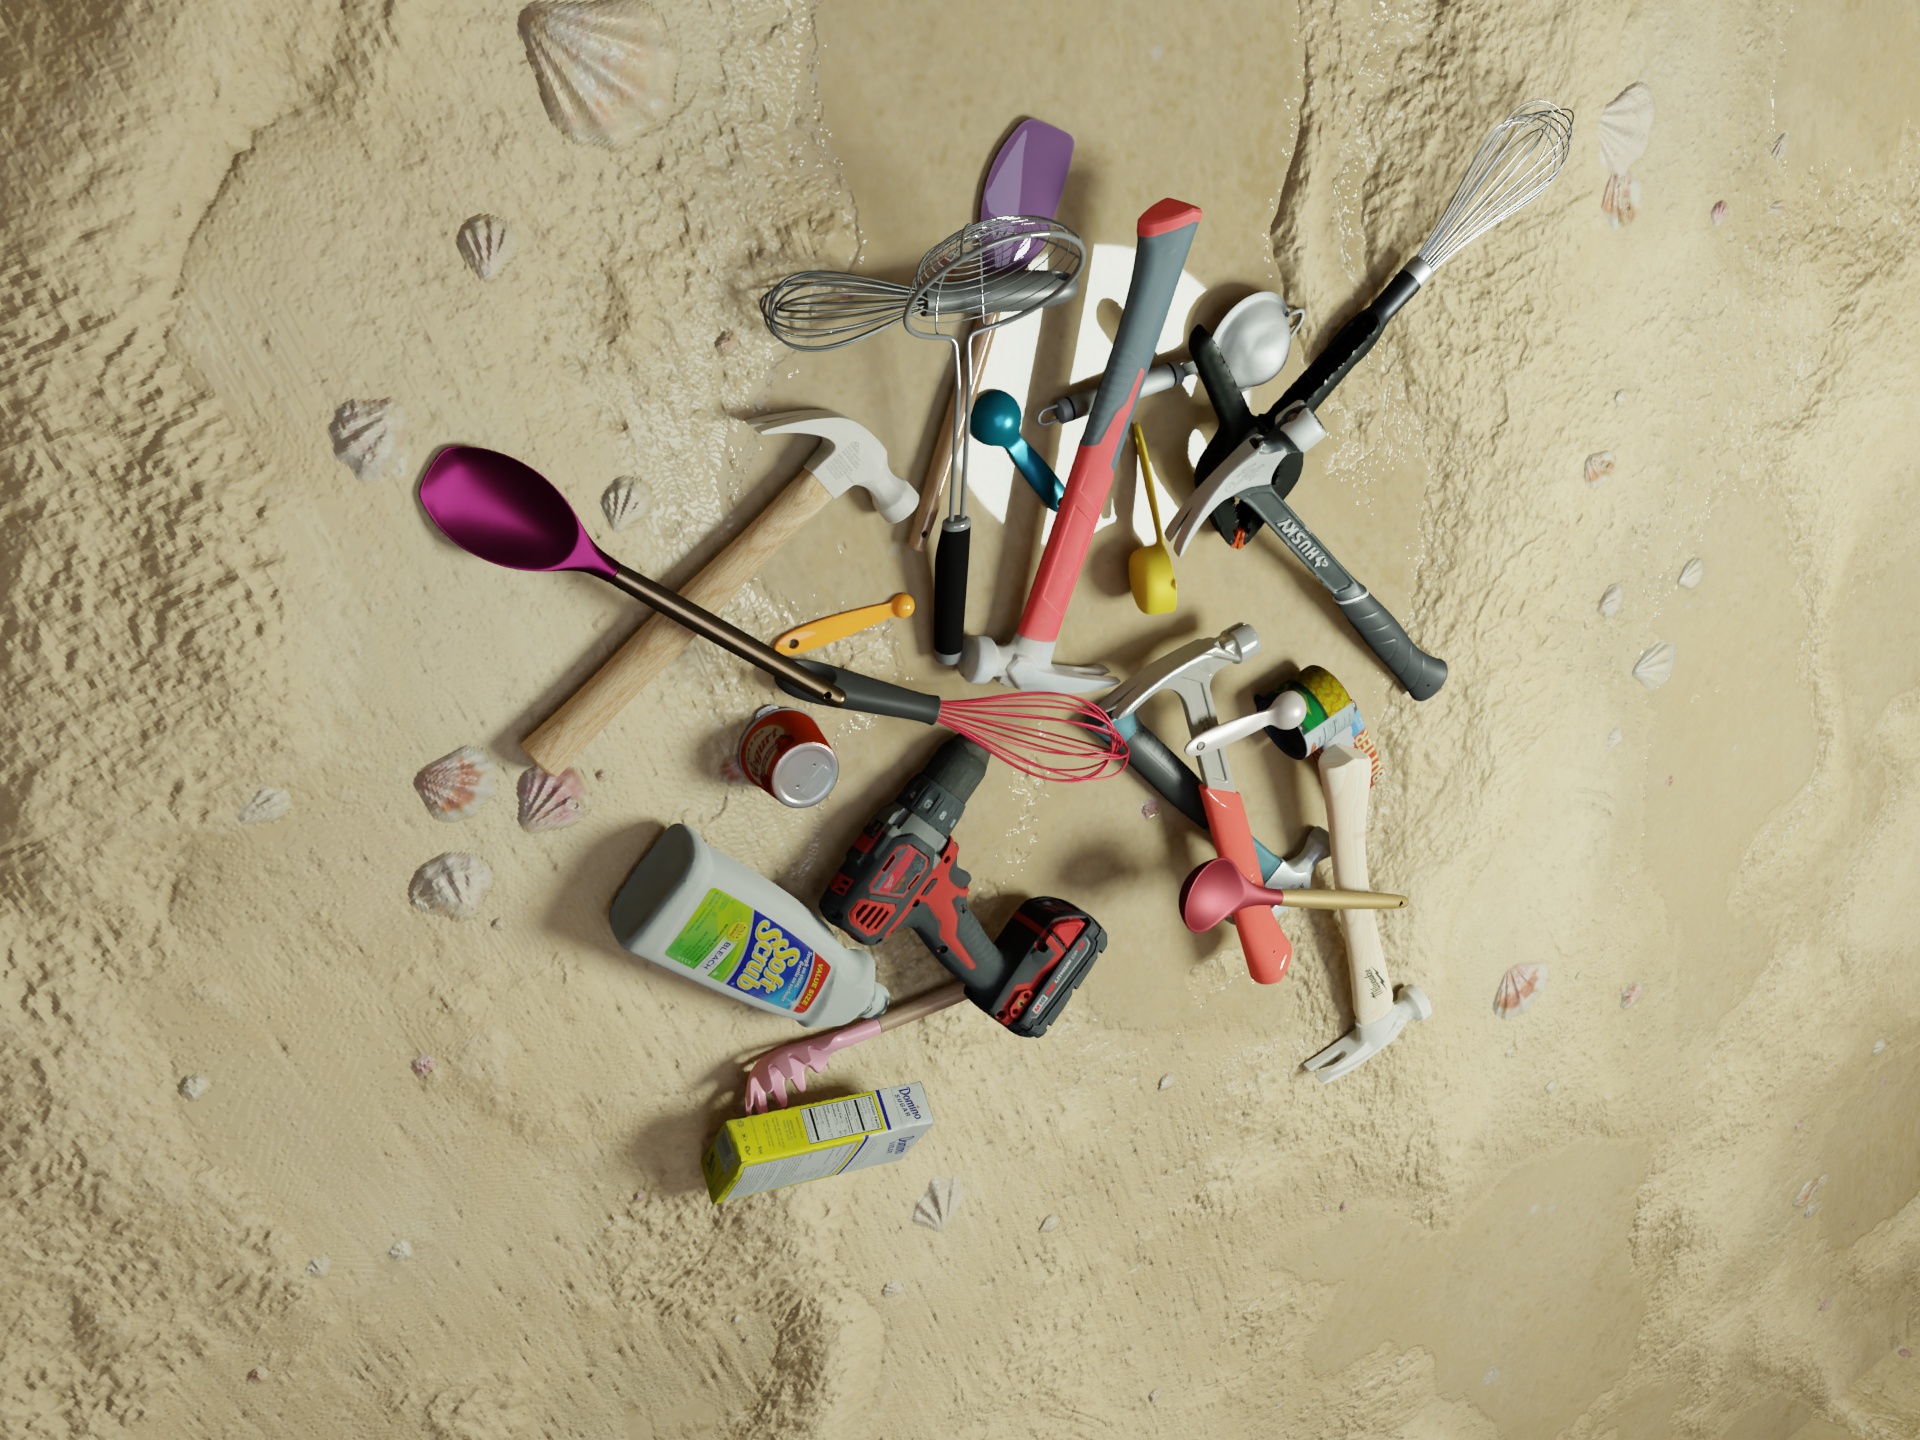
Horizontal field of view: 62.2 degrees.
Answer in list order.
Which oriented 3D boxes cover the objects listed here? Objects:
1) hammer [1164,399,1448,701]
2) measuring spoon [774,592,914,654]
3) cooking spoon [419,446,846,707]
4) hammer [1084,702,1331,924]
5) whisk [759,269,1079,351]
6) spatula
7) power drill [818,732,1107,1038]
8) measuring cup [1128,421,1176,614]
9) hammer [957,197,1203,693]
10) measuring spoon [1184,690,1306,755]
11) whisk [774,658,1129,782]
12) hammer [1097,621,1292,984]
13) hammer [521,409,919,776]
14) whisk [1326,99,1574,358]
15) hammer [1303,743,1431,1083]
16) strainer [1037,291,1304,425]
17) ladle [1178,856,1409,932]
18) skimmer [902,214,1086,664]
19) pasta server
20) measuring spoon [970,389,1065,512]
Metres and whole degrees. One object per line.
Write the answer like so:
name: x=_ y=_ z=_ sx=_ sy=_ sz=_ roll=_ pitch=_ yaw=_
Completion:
hammer: x=0.322 y=-0.113 z=1.363 sx=0.149 sy=0.036 sz=0.408 roll=-38 pitch=137 yaw=16
measuring spoon: x=-0.085 y=-0.071 z=1.197 sx=0.117 sy=0.011 sz=0.021 roll=-20 pitch=120 yaw=-21
cooking spoon: x=-0.212 y=-0.087 z=1.077 sx=0.318 sy=0.017 sz=0.069 roll=30 pitch=96 yaw=-22
hammer: x=0.219 y=0.078 z=1.427 sx=0.128 sy=0.033 sz=0.330 roll=-51 pitch=126 yaw=-2
whisk: x=-0.024 y=-0.291 z=1.101 sx=0.239 sy=0.055 sz=0.055 roll=-12 pitch=117 yaw=-21
spatula: x=0.012 y=-0.275 z=1.156 sx=0.059 sy=0.018 sz=0.316 roll=10 pitch=105 yaw=-28
power drill: x=0.015 y=0.135 z=1.302 sx=0.226 sy=0.080 sz=0.188 roll=39 pitch=83 yaw=-27
measuring cup: x=0.144 y=-0.159 z=1.272 sx=0.029 sy=0.062 sz=0.156 roll=-14 pitch=107 yaw=-4
hammer: x=0.116 y=-0.197 z=1.210 sx=0.143 sy=0.038 sz=0.386 roll=4 pitch=117 yaw=-31
measuring spoon: x=0.242 y=0.008 z=1.336 sx=0.124 sy=0.018 sz=0.034 roll=-20 pitch=118 yaw=-21
whisk: x=-0.002 y=-0.004 z=1.227 sx=0.295 sy=0.073 sz=0.073 roll=13 pitch=105 yaw=-19
hammer: x=0.228 y=0.095 z=1.396 sx=0.149 sy=0.037 sz=0.358 roll=-29 pitch=122 yaw=-17
hammer: x=-0.182 y=-0.089 z=1.121 sx=0.331 sy=0.031 sz=0.129 roll=-45 pitch=126 yaw=-4
whisk: x=0.396 y=-0.391 z=1.300 sx=0.284 sy=0.070 sz=0.070 roll=-48 pitch=126 yaw=4
hammer: x=0.376 y=0.189 z=1.537 sx=0.146 sy=0.038 sz=0.410 roll=-30 pitch=130 yaw=-14
strainer: x=0.174 y=-0.271 z=1.240 sx=0.258 sy=0.050 sz=0.086 roll=-21 pitch=135 yaw=-16
ladle: x=0.303 y=0.159 z=1.429 sx=0.315 sy=0.031 sz=0.069 roll=7 pitch=104 yaw=-38
skimmer: x=0.014 y=-0.179 z=1.118 sx=0.127 sy=0.090 sz=0.363 roll=-16 pitch=130 yaw=-26
pasta server: x=-0.043 y=0.256 z=1.355 sx=0.316 sy=0.040 sz=0.060 roll=-19 pitch=149 yaw=-24
measuring spoon: x=0.054 y=-0.198 z=1.212 sx=0.042 sy=0.021 sz=0.128 roll=-46 pitch=125 yaw=-4
